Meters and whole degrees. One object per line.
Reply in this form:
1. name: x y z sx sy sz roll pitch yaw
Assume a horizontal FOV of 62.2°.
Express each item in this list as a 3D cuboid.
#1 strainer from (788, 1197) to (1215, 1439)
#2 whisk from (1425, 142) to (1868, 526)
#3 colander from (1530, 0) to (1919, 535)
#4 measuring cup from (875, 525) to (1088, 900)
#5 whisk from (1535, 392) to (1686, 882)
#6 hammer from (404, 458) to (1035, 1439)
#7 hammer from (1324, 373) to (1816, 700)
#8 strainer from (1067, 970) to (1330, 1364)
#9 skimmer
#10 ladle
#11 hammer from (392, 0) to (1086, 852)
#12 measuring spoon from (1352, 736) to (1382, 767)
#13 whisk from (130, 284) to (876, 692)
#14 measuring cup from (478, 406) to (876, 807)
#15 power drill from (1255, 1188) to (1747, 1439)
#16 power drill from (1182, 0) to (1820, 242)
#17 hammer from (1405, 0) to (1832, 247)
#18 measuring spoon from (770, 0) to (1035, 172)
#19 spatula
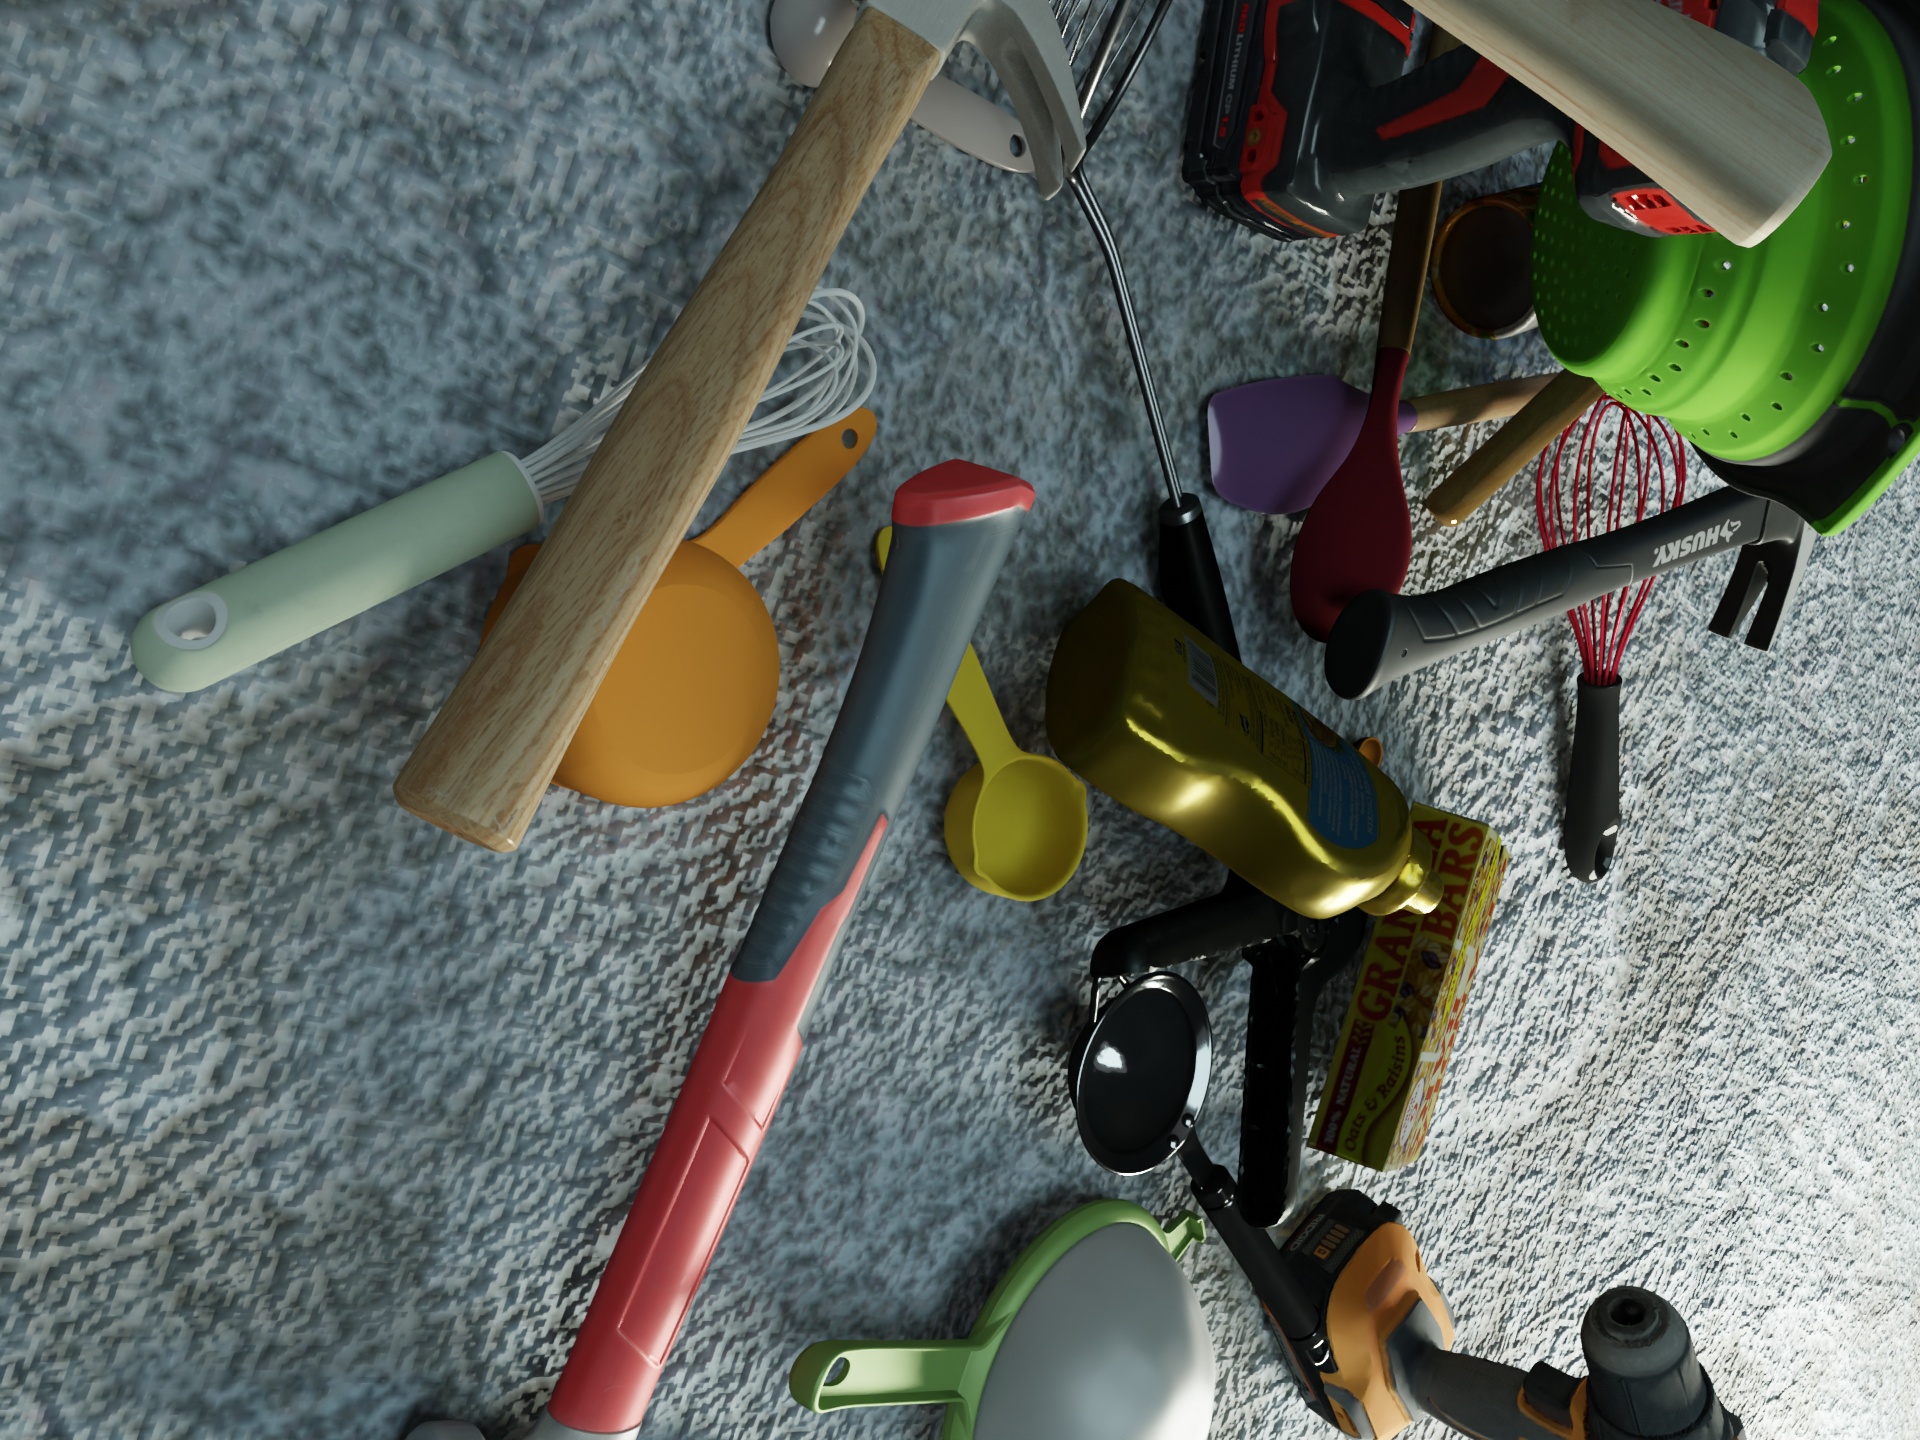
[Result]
1. strainer: 0.036 0.270 0.631 0.256 0.069 0.151 28 80 -50
2. whisk: 0.320 -0.180 0.749 0.245 0.051 0.047 -44 88 13
3. colander: 0.283 -0.258 0.662 0.094 0.204 0.398 0 57 -5
4. measuring cup: -0.001 -0.002 0.608 0.062 0.029 0.156 -35 107 -31
5. whisk: 0.346 -0.040 0.859 0.073 0.073 0.295 -26 121 -33
6. hammer: -0.054 0.100 0.538 0.143 0.038 0.386 21 94 -41
7. hammer: 0.300 -0.068 0.750 0.334 0.035 0.146 -19 122 -28
8. strainer: 0.105 0.200 0.698 0.087 0.050 0.258 -45 115 -29
9. skimmer: 0.099 -0.141 0.613 0.127 0.090 0.363 -62 139 -54
10. ladle: 0.198 -0.189 0.713 0.069 0.031 0.315 15 83 -36
11. hammer: -0.064 -0.113 0.465 0.130 0.031 0.331 28 72 -10
12. measuring spoon: 0.186 0.064 0.779 0.021 0.011 0.117 6 99 -39
13. whisk: -0.125 -0.073 0.477 0.246 0.059 0.058 -32 74 -26
14. measuring cup: -0.073 -0.045 0.515 0.174 0.052 0.095 -47 124 -20
15. power drill: 0.247 0.297 0.731 0.084 0.226 0.185 -39 121 -27
16. power drill: 0.199 -0.268 0.579 0.080 0.227 0.188 8 94 -40
17. hammer: 0.072 -0.264 0.460 0.410 0.038 0.146 36 72 -2
18. measuring spoon: -0.012 -0.220 0.554 0.124 0.018 0.034 13 90 -41
19. spatula: 0.230 -0.147 0.765 0.316 0.018 0.059 -16 106 -35
